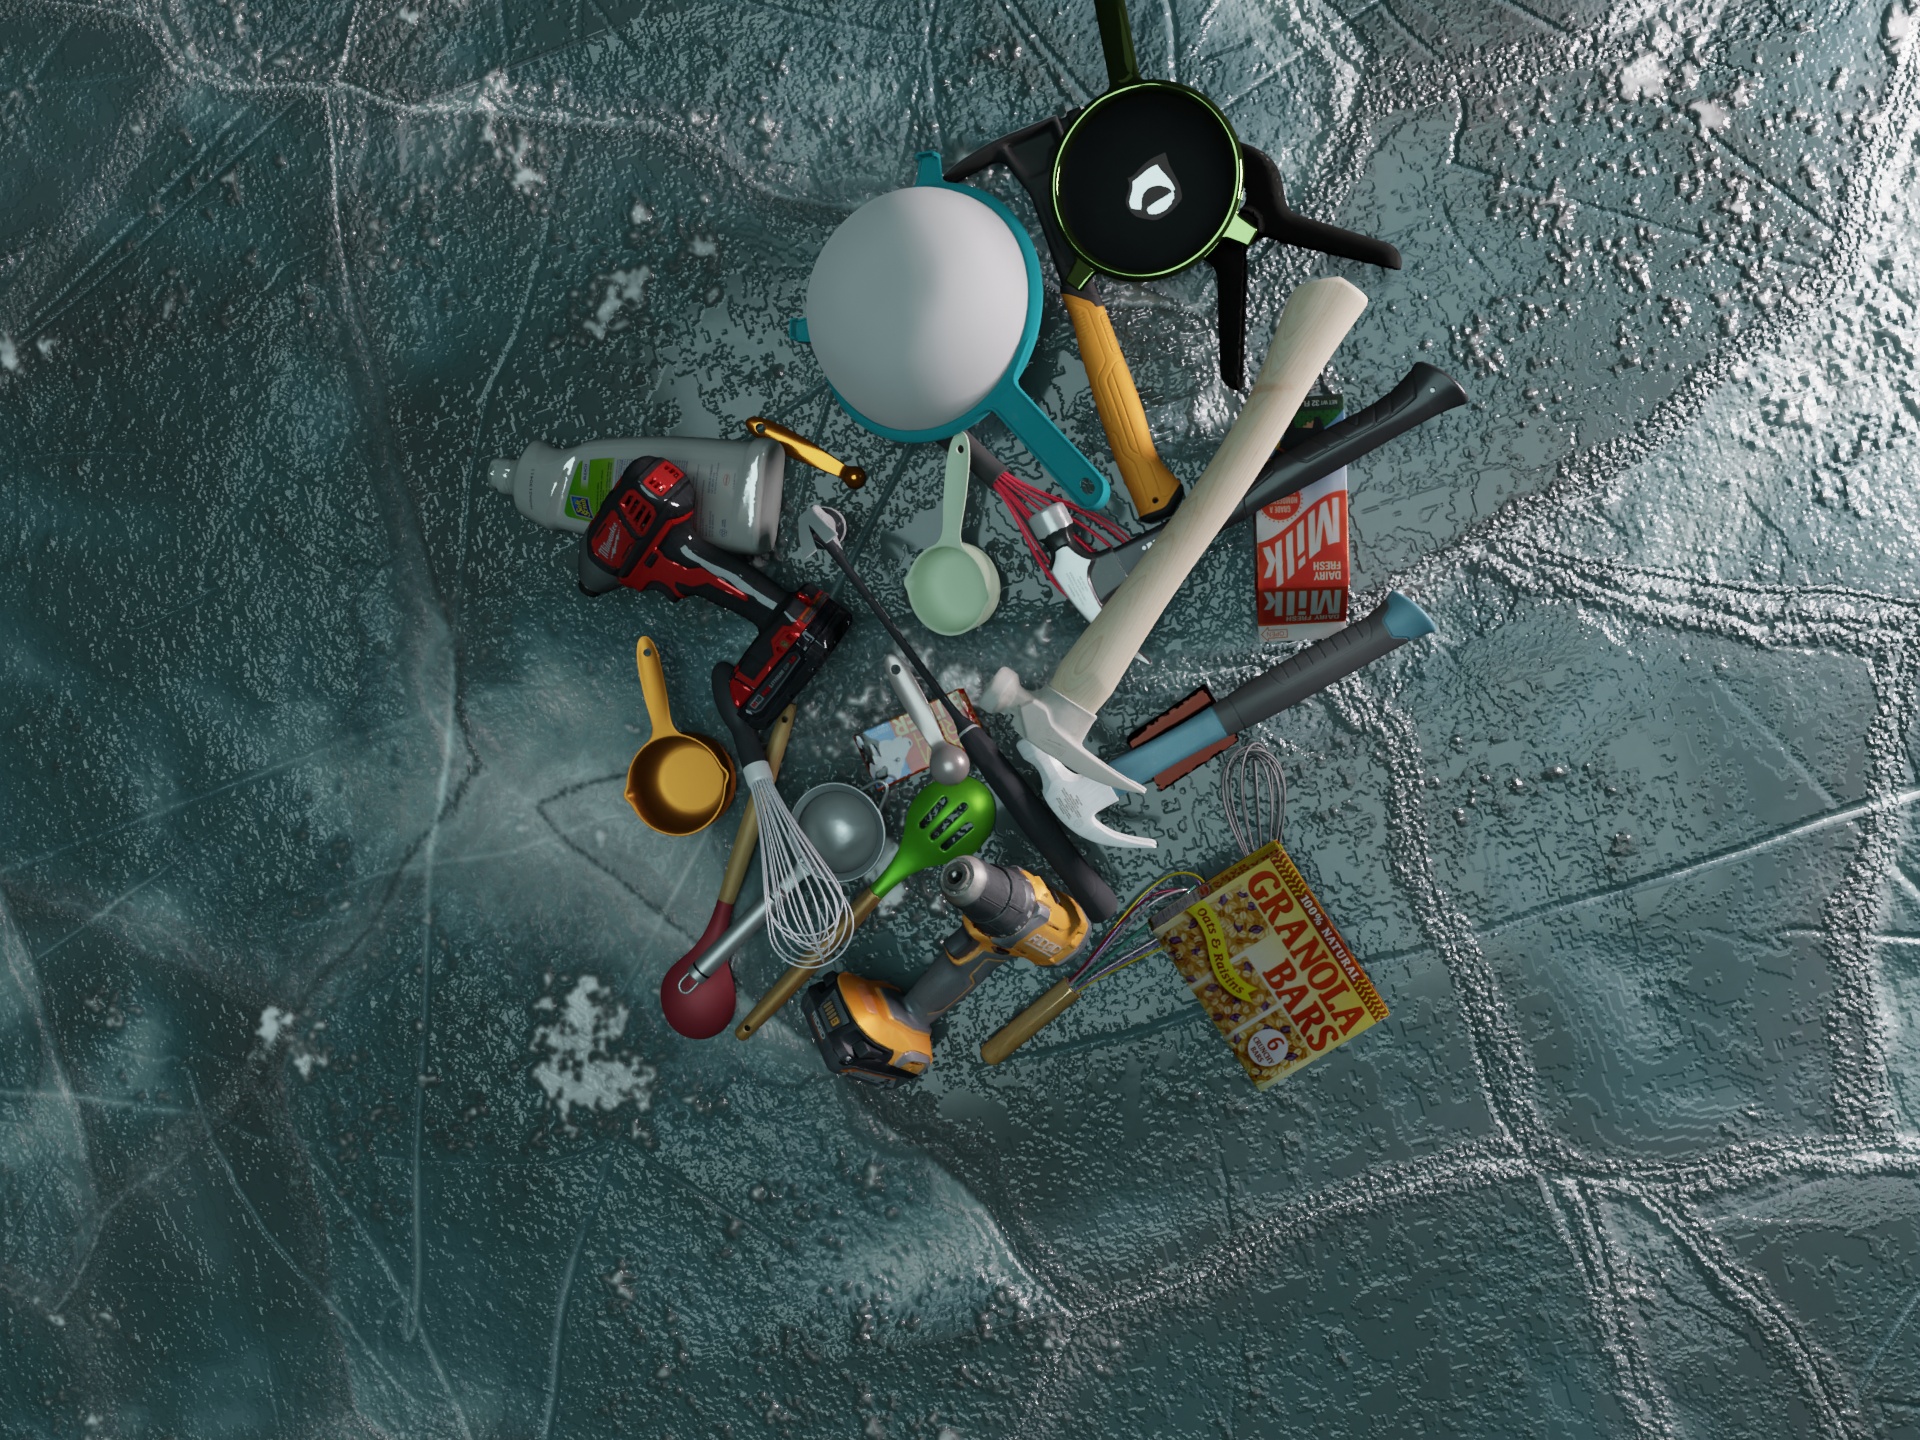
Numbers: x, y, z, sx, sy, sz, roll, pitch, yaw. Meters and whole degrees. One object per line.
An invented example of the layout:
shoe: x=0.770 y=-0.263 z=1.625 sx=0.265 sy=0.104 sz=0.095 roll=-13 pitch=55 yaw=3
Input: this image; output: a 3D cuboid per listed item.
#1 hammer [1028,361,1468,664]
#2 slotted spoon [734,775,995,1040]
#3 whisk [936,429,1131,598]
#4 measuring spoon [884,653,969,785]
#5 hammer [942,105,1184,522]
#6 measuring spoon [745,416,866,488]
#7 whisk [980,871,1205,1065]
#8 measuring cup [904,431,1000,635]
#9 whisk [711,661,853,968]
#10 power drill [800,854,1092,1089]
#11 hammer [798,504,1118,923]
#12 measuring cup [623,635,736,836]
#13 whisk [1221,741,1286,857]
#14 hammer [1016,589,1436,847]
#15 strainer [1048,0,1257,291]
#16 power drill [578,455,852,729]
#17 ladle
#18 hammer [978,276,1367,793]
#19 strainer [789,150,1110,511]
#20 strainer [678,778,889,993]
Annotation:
hammer: x=0.230 y=-0.171 z=1.220 sx=0.335 sy=0.035 sz=0.146 roll=-29 pitch=89 yaw=11
slotted spoon: x=-0.089 y=0.168 z=1.374 sx=0.070 sy=0.031 sz=0.313 roll=44 pitch=101 yaw=3
whisk: x=0.046 y=-0.186 z=1.311 sx=0.296 sy=0.073 sz=0.073 roll=43 pitch=99 yaw=8
measuring spoon: x=-0.032 y=-0.001 z=1.329 sx=0.034 sy=0.018 sz=0.124 roll=-30 pitch=88 yaw=10
hammer: x=0.100 y=-0.321 z=1.303 sx=0.127 sy=0.034 sz=0.337 roll=-20 pitch=91 yaw=9
measuring spoon: x=-0.133 y=-0.230 z=1.356 sx=0.117 sy=0.011 sz=0.021 roll=28 pitch=98 yaw=6
whisk: x=0.113 y=0.214 z=1.339 sx=0.245 sy=0.051 sz=0.047 roll=-42 pitch=93 yaw=12
measuring cup: x=0.001 y=-0.154 z=1.313 sx=0.083 sy=0.038 sz=0.167 roll=13 pitch=106 yaw=27
whisk: x=-0.160 y=0.074 z=1.329 sx=0.070 sy=0.070 sz=0.285 roll=-26 pitch=69 yaw=10
power drill: x=-0.021 y=0.198 z=1.290 sx=0.226 sy=0.185 sz=0.084 roll=-38 pitch=55 yaw=11
hammer: x=-0.002 y=-0.004 z=1.280 sx=0.036 sy=0.149 sz=0.409 roll=-37 pitch=95 yaw=5
measuring cup: x=-0.247 y=0.012 z=1.373 sx=0.095 sy=0.052 sz=0.173 roll=-12 pitch=91 yaw=9
whisk: x=0.250 y=0.136 z=1.310 sx=0.055 sy=0.055 sz=0.239 roll=-6 pitch=97 yaw=9
hammer: x=0.217 y=-0.008 z=1.257 sx=0.331 sy=0.033 sz=0.128 roll=-30 pitch=90 yaw=9
strainer: x=0.138 y=-0.467 z=1.242 sx=0.151 sy=0.069 sz=0.256 roll=-11 pitch=92 yaw=18
power drill: x=-0.212 y=-0.102 z=1.310 sx=0.219 sy=0.079 sz=0.143 roll=39 pitch=125 yaw=-8
ladle: x=-0.195 y=0.134 z=1.388 sx=0.069 sy=0.031 sz=0.315 roll=19 pitch=95 yaw=3
hammer: x=0.183 y=-0.142 z=1.194 sx=0.146 sy=0.038 sz=0.410 roll=34 pitch=98 yaw=5
strainer: x=-0.011 y=-0.286 z=1.231 sx=0.211 sy=0.095 sz=0.341 roll=-48 pitch=66 yaw=20
strainer: x=-0.151 y=0.142 z=1.362 sx=0.258 sy=0.050 sz=0.087 roll=-45 pitch=84 yaw=4
